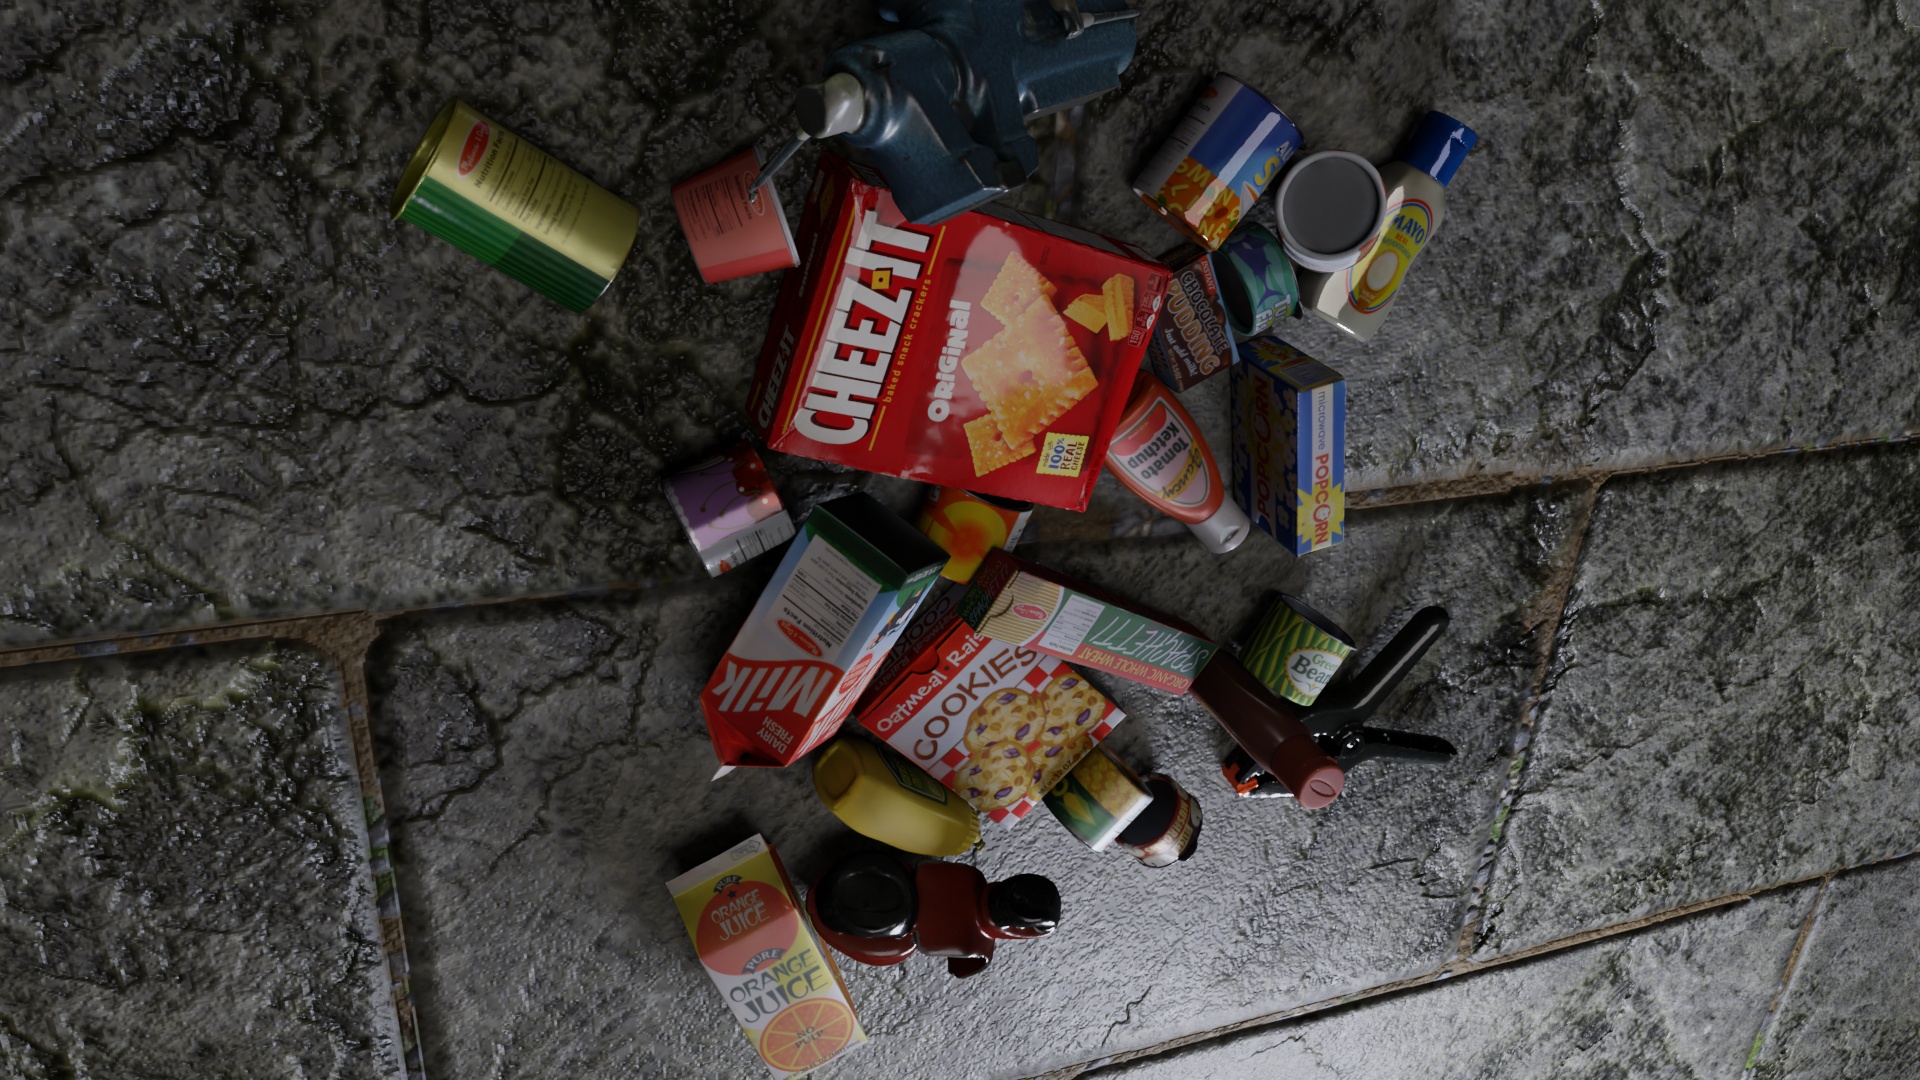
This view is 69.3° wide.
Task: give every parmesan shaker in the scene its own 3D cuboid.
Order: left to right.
[{"bbox_3d":[-0.226,-0.166,0.705,0.103,0.071,0.071,29,102,-32],"label":"parmesan shaker"}]

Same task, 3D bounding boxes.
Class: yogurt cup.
[{"bbox_3d":[-0.122,-0.173,0.749,0.054,0.073,0.072,-19,122,-3],"label":"yogurt cup"}]

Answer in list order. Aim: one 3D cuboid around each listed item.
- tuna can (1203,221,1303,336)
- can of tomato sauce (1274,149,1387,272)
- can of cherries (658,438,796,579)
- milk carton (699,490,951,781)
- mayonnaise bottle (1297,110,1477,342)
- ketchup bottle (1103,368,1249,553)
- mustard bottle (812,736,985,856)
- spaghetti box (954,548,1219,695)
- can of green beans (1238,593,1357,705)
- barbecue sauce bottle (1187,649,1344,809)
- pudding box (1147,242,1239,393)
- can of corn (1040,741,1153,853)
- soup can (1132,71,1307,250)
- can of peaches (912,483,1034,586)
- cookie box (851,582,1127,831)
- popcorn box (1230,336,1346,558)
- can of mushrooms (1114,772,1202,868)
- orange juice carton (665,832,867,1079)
[{"bbox_3d":[0.184,-0.163,0.879,0.033,0.071,0.070,-27,123,-5],"label":"tuna can"},{"bbox_3d":[0.227,-0.203,0.855,0.071,0.083,0.071,2,97,14],"label":"can of tomato sauce"},{"bbox_3d":[-0.138,-0.021,0.821,0.058,0.072,0.071,-28,123,-8],"label":"can of cherries"},{"bbox_3d":[-0.093,0.069,0.860,0.073,0.072,0.190,37,108,11],"label":"milk carton"},{"bbox_3d":[0.282,-0.208,0.913,0.065,0.041,0.147,23,106,-29],"label":"mayonnaise bottle"},{"bbox_3d":[0.144,-0.048,0.938,0.064,0.044,0.148,-42,124,7],"label":"ketchup bottle"},{"bbox_3d":[-0.032,0.189,0.978,0.048,0.065,0.160,-50,131,8],"label":"mustard bottle"},{"bbox_3d":[0.093,0.060,0.941,0.250,0.029,0.050,21,107,-48],"label":"spaghetti box"},{"bbox_3d":[0.250,0.081,1.036,0.071,0.071,0.057,24,105,-31],"label":"can of green beans"},{"bbox_3d":[0.219,0.135,1.001,0.065,0.149,0.043,31,101,-33],"label":"barbecue sauce bottle"},{"bbox_3d":[0.144,-0.143,0.896,0.050,0.030,0.083,-29,124,-8],"label":"pudding box"},{"bbox_3d":[0.098,0.186,1.029,0.058,0.071,0.071,-46,124,4],"label":"can of corn"},{"bbox_3d":[0.156,-0.225,0.835,0.071,0.071,0.083,32,101,-32],"label":"soup can"},{"bbox_3d":[0.003,-0.011,0.885,0.071,0.071,0.058,14,110,-28],"label":"can of peaches"},{"bbox_3d":[0.020,0.115,0.972,0.123,0.040,0.167,-45,124,4],"label":"cookie box"},{"bbox_3d":[0.220,-0.064,0.936,0.038,0.085,0.126,-17,121,-15],"label":"popcorn box"},{"bbox_3d":[0.150,0.214,1.061,0.071,0.071,0.033,-44,122,4],"label":"can of mushrooms"},{"bbox_3d":[-0.137,0.287,0.977,0.072,0.073,0.191,-26,122,-8],"label":"orange juice carton"}]
